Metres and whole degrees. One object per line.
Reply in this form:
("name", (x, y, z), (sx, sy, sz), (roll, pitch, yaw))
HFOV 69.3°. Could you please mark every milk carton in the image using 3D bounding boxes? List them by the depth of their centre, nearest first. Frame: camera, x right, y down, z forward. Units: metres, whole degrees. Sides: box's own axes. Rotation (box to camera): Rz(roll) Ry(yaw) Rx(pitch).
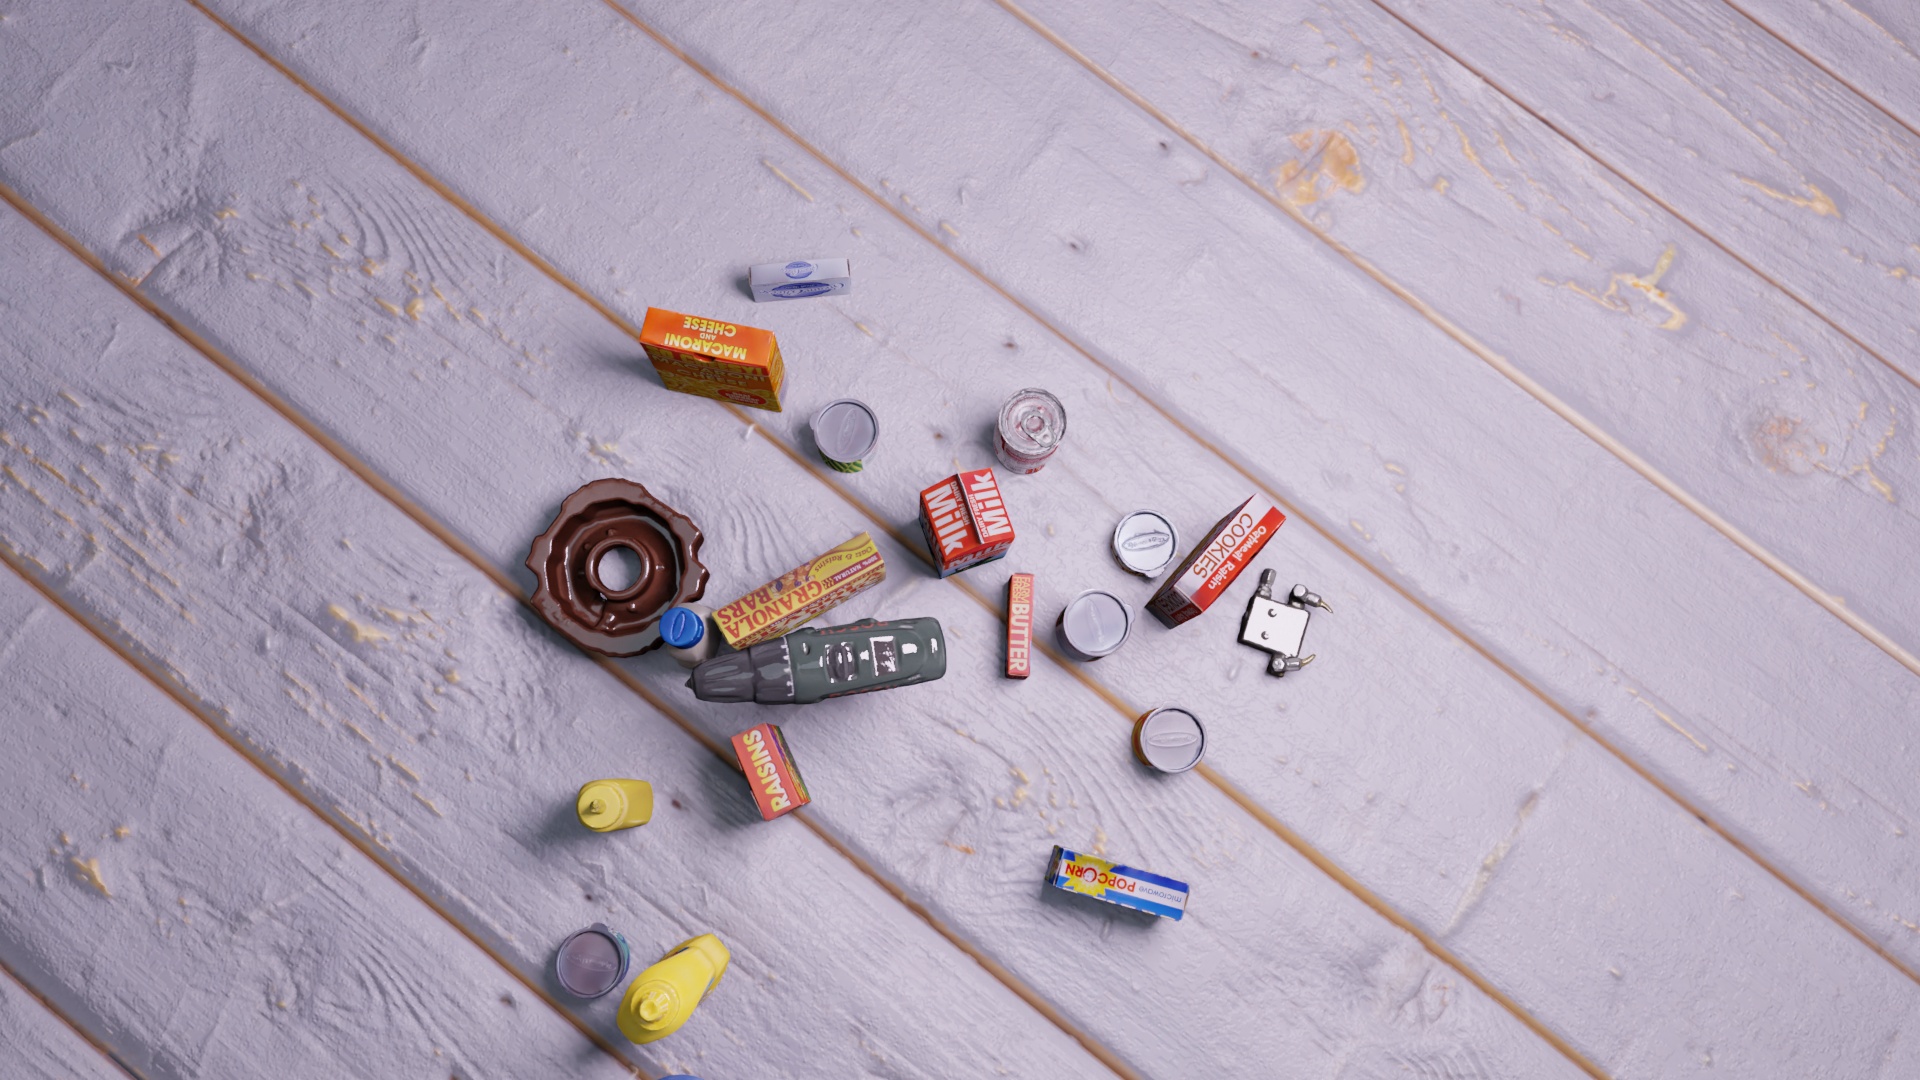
("milk carton", (0.005, -0.017, 1.342), (0.073, 0.190, 0.072), (-19, 82, -5))

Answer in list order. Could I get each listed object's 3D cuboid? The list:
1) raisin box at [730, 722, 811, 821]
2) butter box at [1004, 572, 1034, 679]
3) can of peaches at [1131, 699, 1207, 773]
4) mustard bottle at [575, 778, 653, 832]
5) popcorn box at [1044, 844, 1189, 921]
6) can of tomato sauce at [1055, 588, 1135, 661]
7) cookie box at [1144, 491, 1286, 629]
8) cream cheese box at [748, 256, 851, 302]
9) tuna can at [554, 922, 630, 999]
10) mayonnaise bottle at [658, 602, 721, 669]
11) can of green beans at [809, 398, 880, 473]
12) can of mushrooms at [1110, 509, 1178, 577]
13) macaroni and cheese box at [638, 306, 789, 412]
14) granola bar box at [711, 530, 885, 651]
("raisin box", (-0.180, 0.220, 1.328), (0.040, 0.123, 0.086), (-24, 82, -6))
("butter box", (0.059, 0.086, 1.396), (0.024, 0.053, 0.103), (3, 80, -2))
("can of peaches", (0.207, 0.195, 1.381), (0.071, 0.058, 0.071), (0, 81, -2))
("mustard bottle", (-0.329, 0.247, 1.298), (0.065, 0.160, 0.049), (-1, 81, -2))
("popcorn box", (0.150, 0.330, 1.342), (0.127, 0.085, 0.038), (16, 81, 0))
("can of tomato sauce", (0.133, 0.085, 1.384), (0.071, 0.083, 0.071), (0, 81, -2))
("cookie box", (0.246, 0.024, 1.357), (0.040, 0.167, 0.123), (42, 82, 4))
("cream cheese box", (-0.166, -0.272, 1.448), (0.104, 0.053, 0.024), (-6, 81, -3))
("tuna can", (-0.352, 0.402, 1.335), (0.071, 0.032, 0.071), (0, 80, -2))
("mayonnaise bottle", (-0.259, 0.089, 1.334), (0.041, 0.148, 0.065), (13, 81, 0))
("can of green beans", (-0.115, -0.106, 1.419), (0.071, 0.057, 0.071), (0, 81, -2))
("can of mushrooms", (0.189, 0.005, 1.426), (0.071, 0.033, 0.071), (0, 80, -2))
("macaroni and cheese box", (-0.239, -0.175, 1.371), (0.124, 0.166, 0.040), (11, 81, 0))
("granola bar box", (-0.153, 0.054, 1.357), (0.166, 0.124, 0.039), (-28, 83, -7))
